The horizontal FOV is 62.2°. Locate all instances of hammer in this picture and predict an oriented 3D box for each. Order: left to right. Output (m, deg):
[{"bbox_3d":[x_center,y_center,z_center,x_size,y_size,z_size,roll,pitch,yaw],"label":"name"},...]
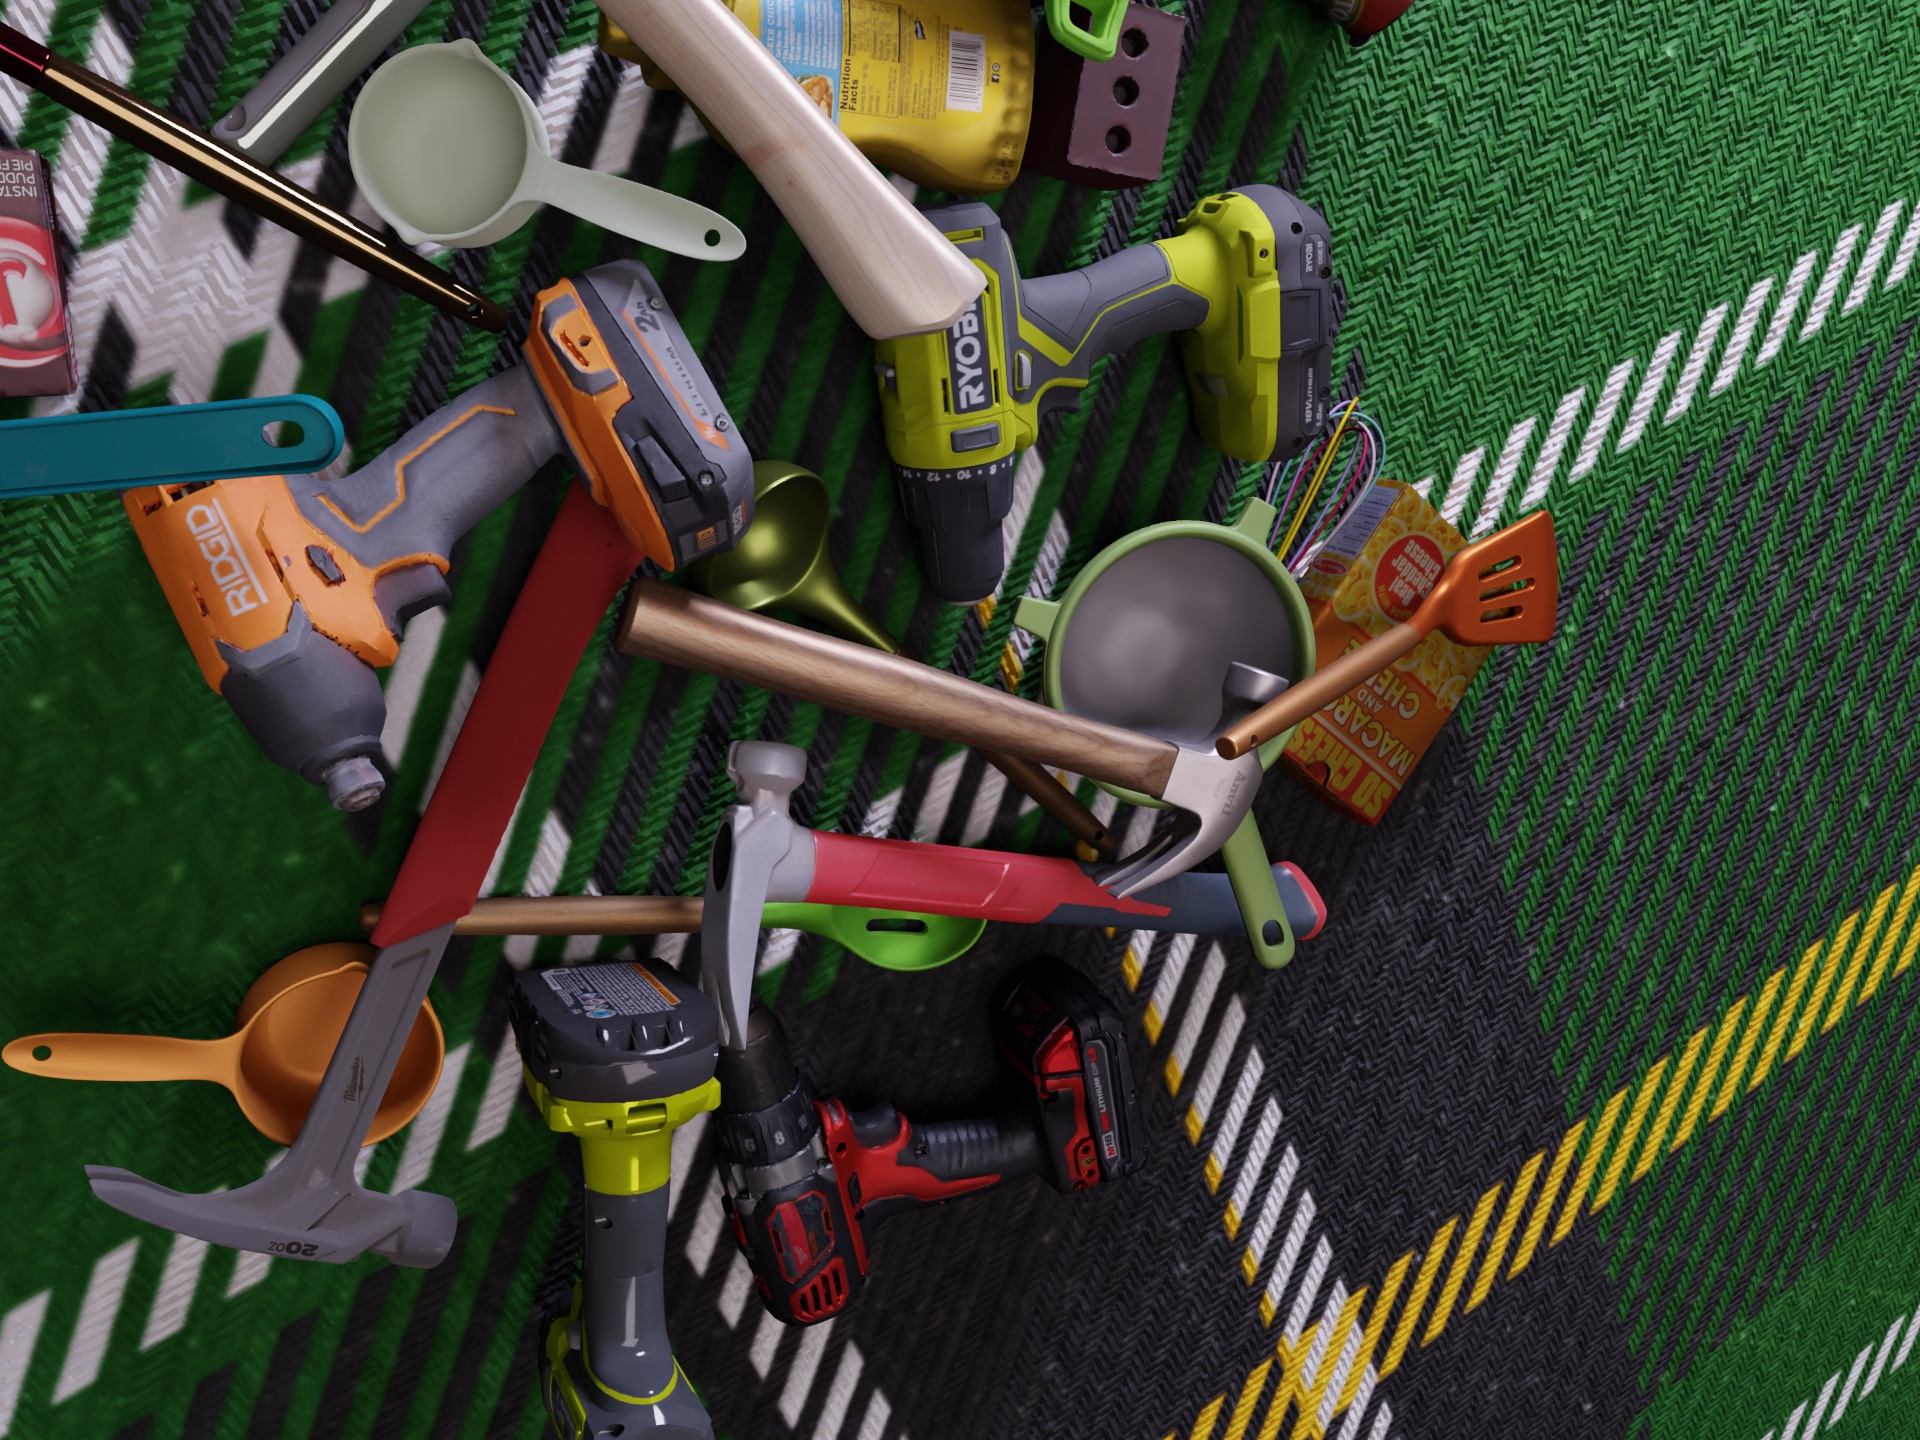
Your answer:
[{"bbox_3d":[-0.227,0.051,0.686,0.149,0.037,0.359,27,79,-35],"label":"hammer"},{"bbox_3d":[-0.140,-0.310,0.607,0.410,0.038,0.146,42,90,-14],"label":"hammer"},{"bbox_3d":[-0.001,-0.002,0.757,0.331,0.031,0.130,16,97,-22],"label":"hammer"},{"bbox_3d":[0.046,0.105,0.841,0.386,0.038,0.143,10,83,-33],"label":"hammer"}]

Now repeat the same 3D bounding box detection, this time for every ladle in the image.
[{"bbox_3d":[-0.313,-0.225,0.590,0.315,0.031,0.069,26,101,-33],"label":"ladle"},{"bbox_3d":[-0.014,-0.016,0.806,0.319,0.062,0.078,41,87,-32],"label":"ladle"}]

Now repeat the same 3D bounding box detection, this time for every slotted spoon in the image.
[{"bbox_3d":[-0.133,0.095,0.795,0.313,0.031,0.070,2,102,-25],"label":"slotted spoon"}]

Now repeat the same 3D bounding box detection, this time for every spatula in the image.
[{"bbox_3d":[0.235,-0.038,0.848,0.322,0.041,0.081,-26,116,-43],"label":"spatula"}]

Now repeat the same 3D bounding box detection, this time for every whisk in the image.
[{"bbox_3d":[-0.209,-0.310,0.634,0.246,0.058,0.059,-47,149,-3],"label":"whisk"},{"bbox_3d":[0.168,-0.067,0.891,0.051,0.047,0.245,24,98,-17],"label":"whisk"}]

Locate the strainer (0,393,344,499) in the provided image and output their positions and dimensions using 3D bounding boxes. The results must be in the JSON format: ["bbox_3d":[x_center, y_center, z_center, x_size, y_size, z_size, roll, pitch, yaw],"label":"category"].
[{"bbox_3d":[-0.390,-0.073,0.533,0.340,0.095,0.211,-7,112,-7],"label":"strainer"}]

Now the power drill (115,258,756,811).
[{"bbox_3d":[-0.200,-0.074,0.643,0.226,0.084,0.164,-27,80,-12],"label":"power drill"}]

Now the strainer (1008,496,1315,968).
[{"bbox_3d":[0.125,0.015,0.859,0.151,0.069,0.256,-24,107,-10],"label":"strainer"}]

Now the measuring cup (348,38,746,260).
[{"bbox_3d":[-0.163,-0.216,0.646,0.167,0.038,0.083,20,98,2],"label":"measuring cup"}]

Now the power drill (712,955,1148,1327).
[{"bbox_3d":[-0.024,0.203,0.853,0.226,0.080,0.187,-19,111,-17],"label":"power drill"}]

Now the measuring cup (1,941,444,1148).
[{"bbox_3d":[-0.320,0.140,0.702,0.173,0.052,0.095,8,101,-26],"label":"measuring cup"}]

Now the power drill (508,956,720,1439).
[{"bbox_3d":[-0.166,0.232,0.747,0.080,0.171,0.223,-2,96,-26],"label":"power drill"}]

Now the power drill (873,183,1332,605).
[{"bbox_3d":[0.068,-0.167,0.792,0.228,0.080,0.190,-15,116,-19],"label":"power drill"}]

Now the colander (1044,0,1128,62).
[{"bbox_3d":[0.100,-0.468,0.650,0.204,0.094,0.397,14,81,-30],"label":"colander"}]
